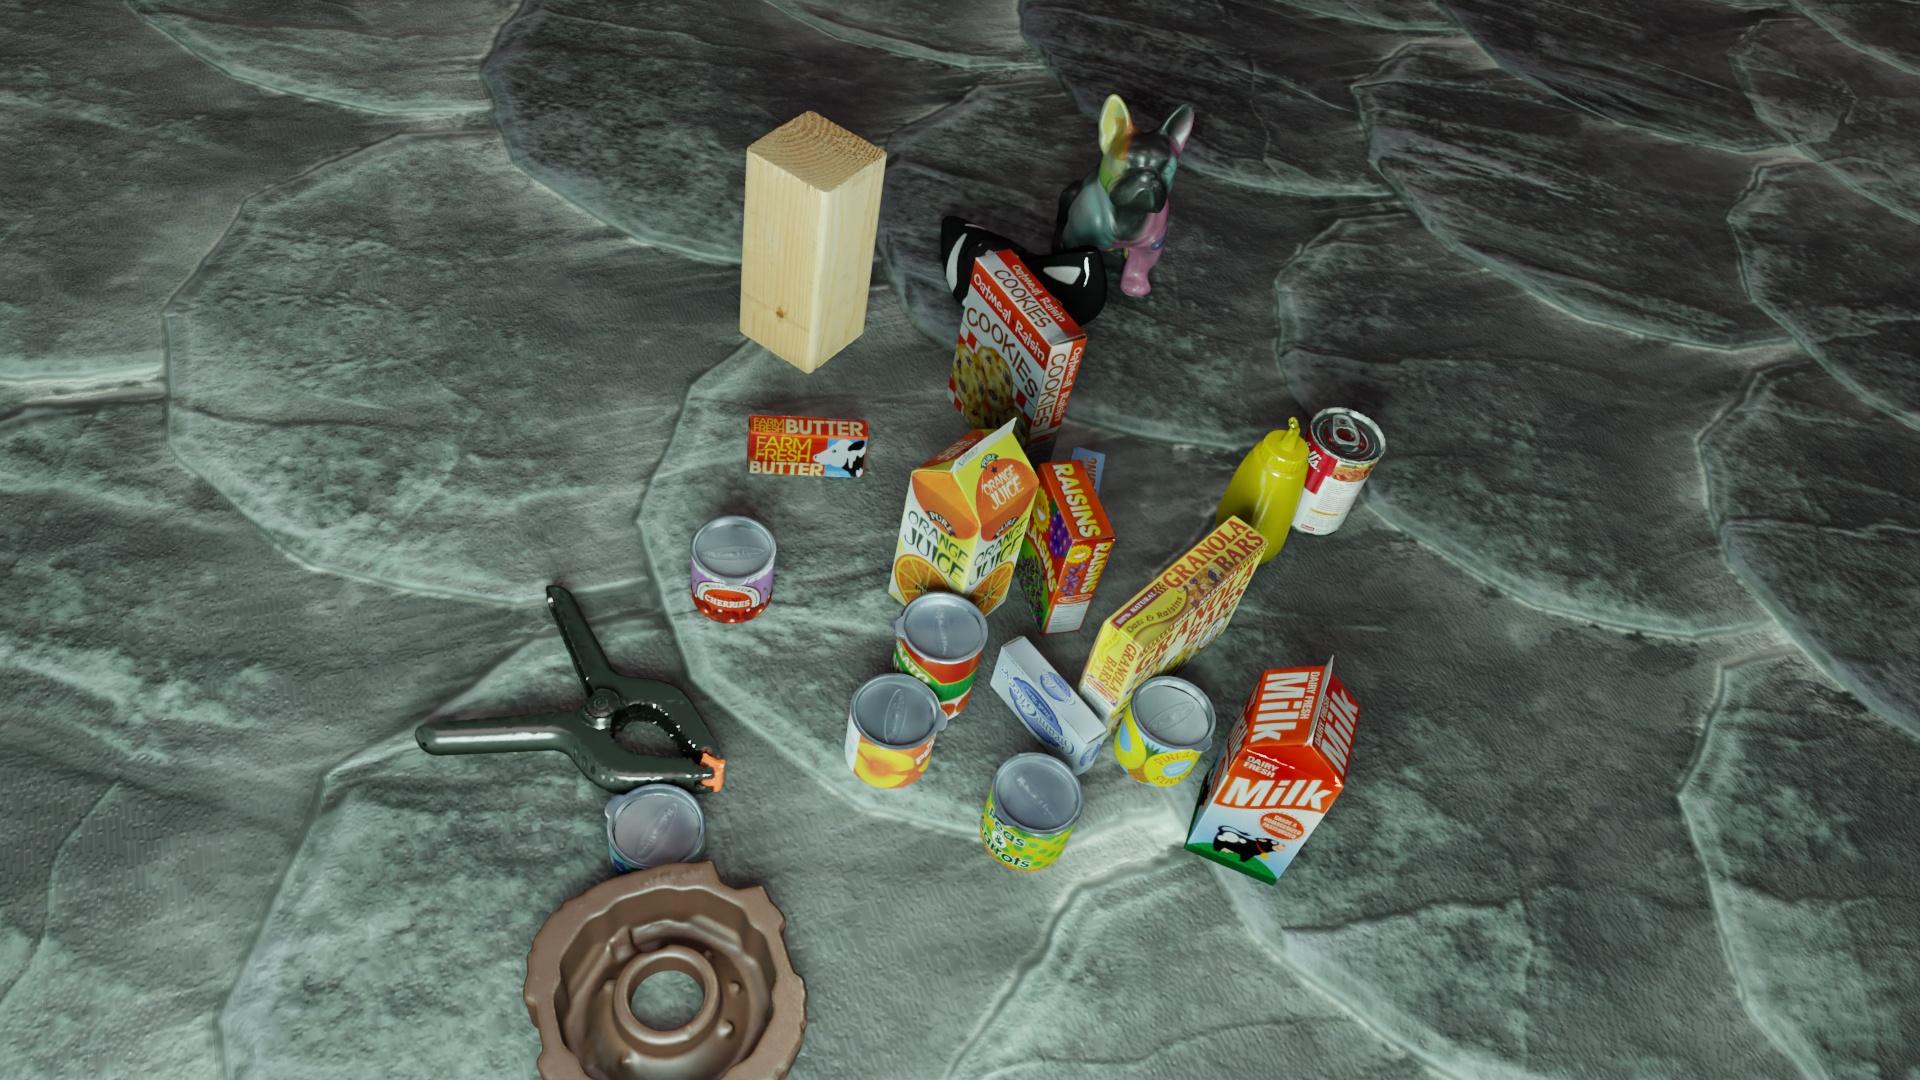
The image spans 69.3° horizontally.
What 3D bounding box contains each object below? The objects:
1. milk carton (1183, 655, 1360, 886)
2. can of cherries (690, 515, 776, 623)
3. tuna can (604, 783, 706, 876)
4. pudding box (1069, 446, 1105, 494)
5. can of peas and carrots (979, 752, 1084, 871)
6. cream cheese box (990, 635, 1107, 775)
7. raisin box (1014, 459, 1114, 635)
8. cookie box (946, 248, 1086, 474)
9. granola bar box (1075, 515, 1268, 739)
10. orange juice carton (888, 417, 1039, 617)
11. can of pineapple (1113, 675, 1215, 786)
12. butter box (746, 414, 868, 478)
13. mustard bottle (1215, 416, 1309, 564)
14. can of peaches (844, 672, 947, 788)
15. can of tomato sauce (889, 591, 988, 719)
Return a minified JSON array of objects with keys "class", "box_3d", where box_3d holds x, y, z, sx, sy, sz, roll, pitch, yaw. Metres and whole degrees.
[{"class":"milk carton","box_3d":[0.224,0.160,0.980,0.073,0.189,0.073,21,49,7]},{"class":"can of cherries","box_3d":[-0.181,0.025,1.099,0.071,0.058,0.072,6,49,-7]},{"class":"tuna can","box_3d":[-0.211,0.203,0.956,0.071,0.032,0.071,6,49,-7]},{"class":"pudding box","box_3d":[0.103,-0.036,1.218,0.030,0.049,0.084,15,48,1]},{"class":"can of peas and carrots","box_3d":[0.049,0.197,0.999,0.071,0.058,0.071,6,49,-7]},{"class":"cream cheese box","box_3d":[0.067,0.128,1.066,0.024,0.053,0.104,-26,59,-29]},{"class":"raisin box","box_3d":[0.082,0.006,1.128,0.040,0.122,0.086,-6,51,-17]},{"class":"cookie box","box_3d":[0.047,-0.154,1.230,0.040,0.166,0.123,-20,56,-26]},{"class":"granola bar box","box_3d":[0.163,0.067,1.092,0.039,0.123,0.166,40,53,21]},{"class":"orange juice carton","box_3d":[0.004,-0.014,1.082,0.073,0.191,0.072,39,53,21]},{"class":"can of pineapple","box_3d":[0.156,0.148,1.064,0.071,0.057,0.071,6,49,-7]},{"class":"butter box","box_3d":[-0.133,-0.081,1.205,0.103,0.052,0.024,2,49,-10]},{"class":"mustard bottle","box_3d":[0.264,-0.046,1.187,0.049,0.159,0.065,-8,52,-18]},{"class":"can of peaches","box_3d":[-0.049,0.142,1.026,0.071,0.057,0.071,6,49,-7]},{"class":"can of tomato sauce","box_3d":[-0.020,0.091,1.060,0.071,0.082,0.071,6,49,-7]}]
